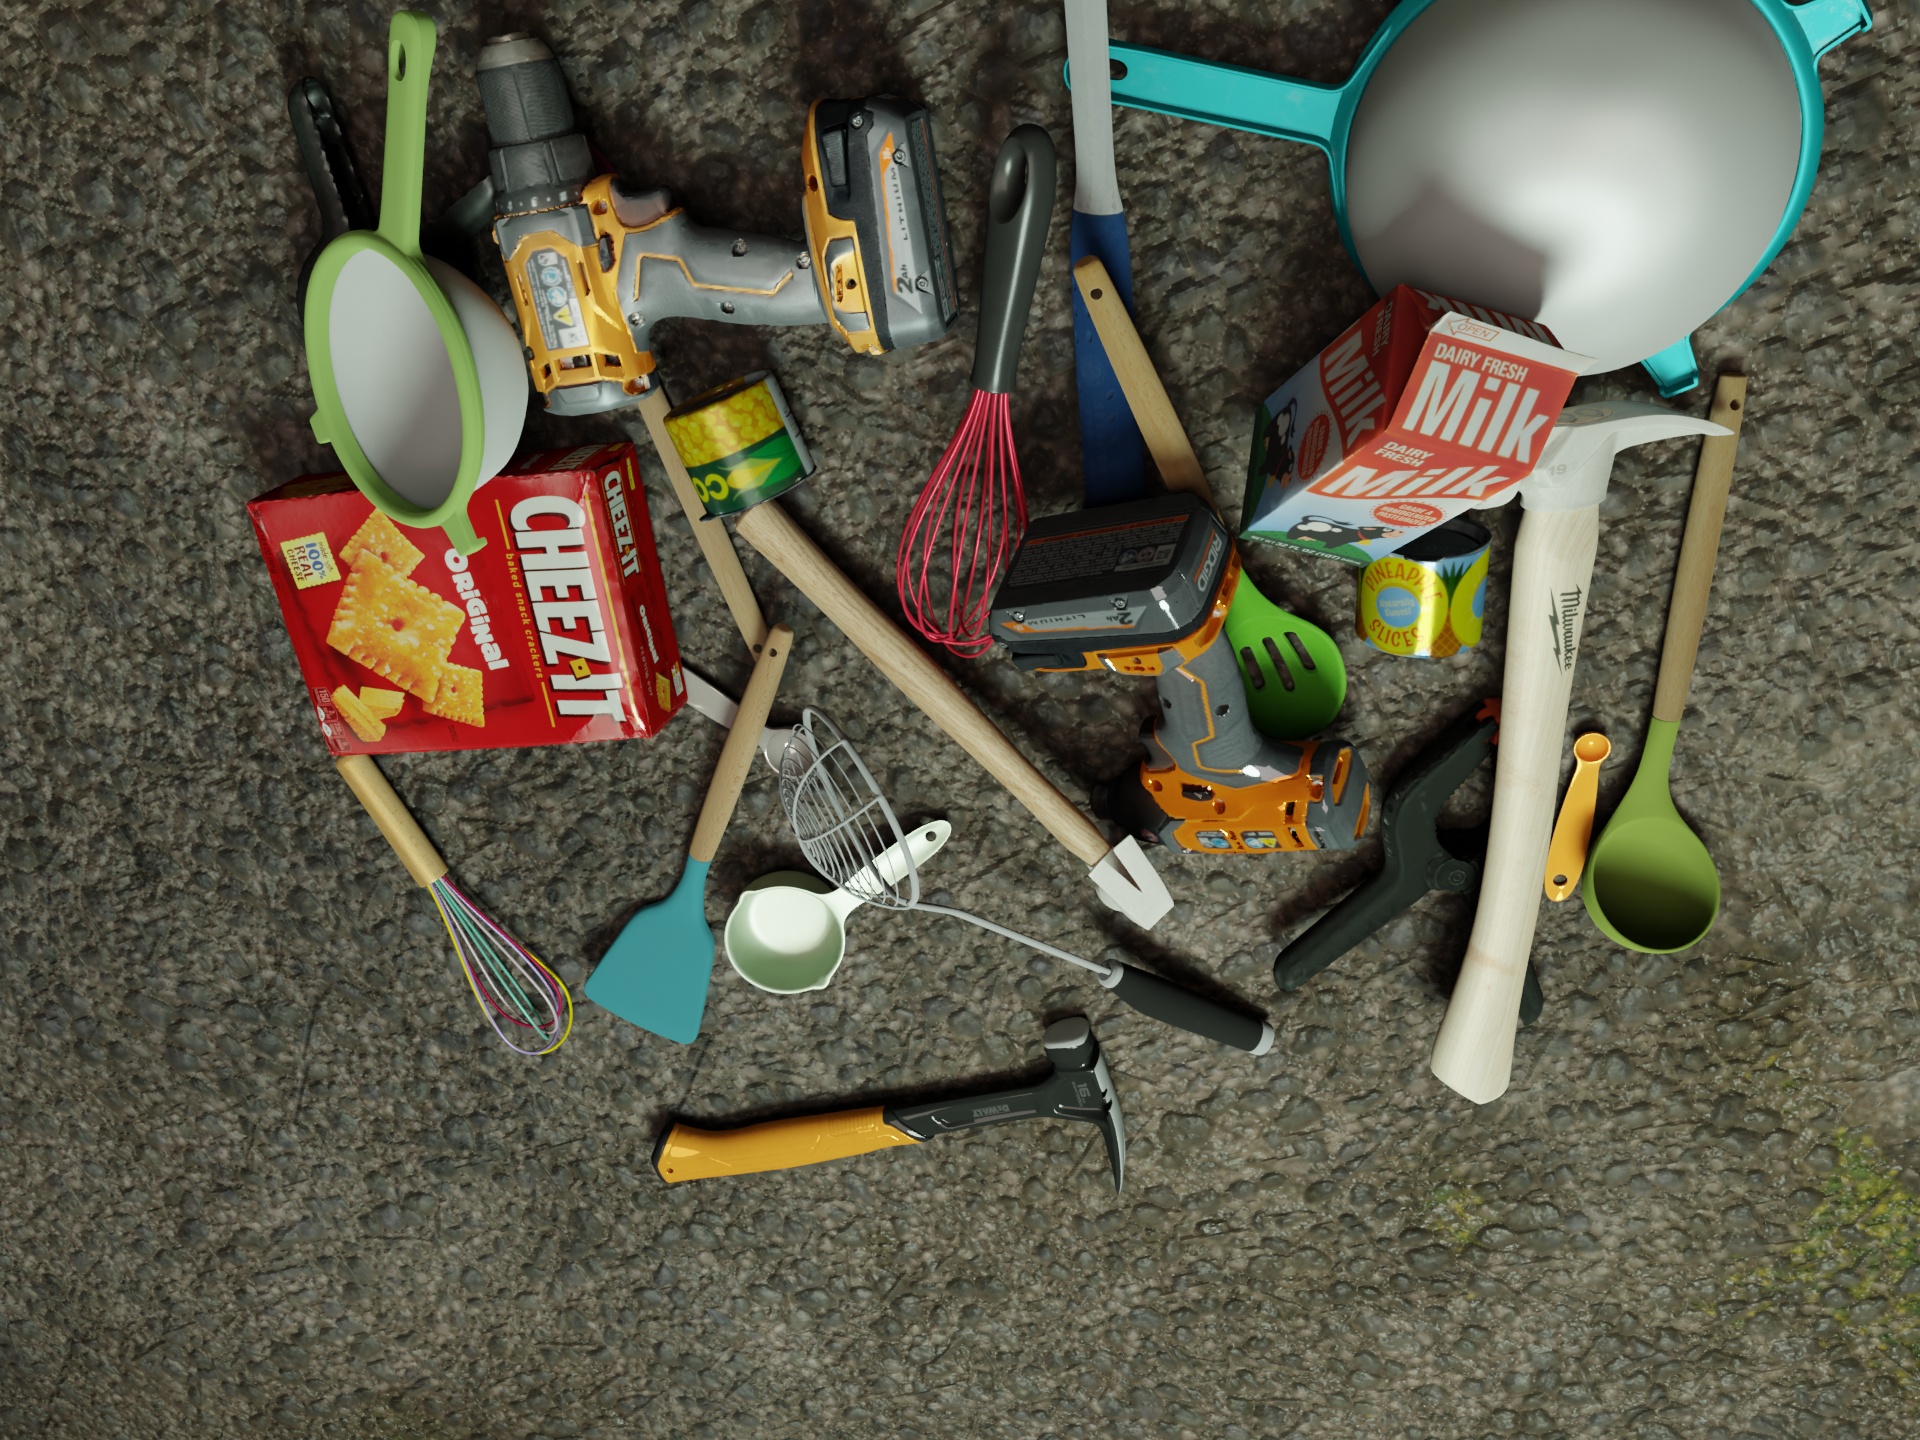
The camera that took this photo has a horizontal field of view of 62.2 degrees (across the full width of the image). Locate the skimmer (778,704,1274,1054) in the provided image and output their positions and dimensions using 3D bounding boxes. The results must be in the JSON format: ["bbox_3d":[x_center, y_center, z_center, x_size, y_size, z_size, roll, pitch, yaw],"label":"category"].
[{"bbox_3d":[0.051,0.103,0.951,0.363,0.127,0.090,25,85,-20],"label":"skimmer"}]

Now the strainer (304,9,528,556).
[{"bbox_3d":[-0.261,-0.223,0.803,0.152,0.069,0.256,35,127,27],"label":"strainer"}]

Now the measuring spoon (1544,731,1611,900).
[{"bbox_3d":[0.353,0.055,0.915,0.021,0.011,0.116,5,121,9],"label":"measuring spoon"}]

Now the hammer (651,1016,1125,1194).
[{"bbox_3d":[-0.055,0.285,1.092,0.337,0.034,0.127,-12,113,16],"label":"hammer"}]

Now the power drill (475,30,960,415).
[{"bbox_3d":[-0.127,-0.258,0.793,0.226,0.084,0.185,-6,113,12],"label":"power drill"}]

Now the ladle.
[{"bbox_3d":[0.386,-0.022,0.843,0.078,0.062,0.320,-4,115,-8],"label":"ladle"}]

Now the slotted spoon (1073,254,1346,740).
[{"bbox_3d":[0.127,-0.105,0.819,0.070,0.031,0.313,-19,129,18],"label":"slotted spoon"}]

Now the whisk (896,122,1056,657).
[{"bbox_3d":[0.013,-0.155,0.813,0.073,0.073,0.295,12,127,4],"label":"whisk"}]

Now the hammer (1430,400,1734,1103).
[{"bbox_3d":[0.312,0.033,0.855,0.146,0.038,0.410,-12,119,-18],"label":"hammer"}]

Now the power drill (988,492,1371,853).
[{"bbox_3d":[0.107,-0.009,0.856,0.164,0.084,0.226,-5,136,37],"label":"power drill"}]

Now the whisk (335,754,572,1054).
[{"bbox_3d":[-0.335,0.120,1.059,0.047,0.051,0.245,-30,105,0],"label":"whisk"}]

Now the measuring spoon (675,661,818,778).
[{"bbox_3d":[-0.138,-0.008,0.970,0.124,0.018,0.034,33,121,0],"label":"measuring spoon"}]

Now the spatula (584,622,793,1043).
[{"bbox_3d":[-0.157,0.072,0.985,0.082,0.044,0.317,26,124,2],"label":"spatula"}]

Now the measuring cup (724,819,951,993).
[{"bbox_3d":[-0.074,0.107,1.008,0.167,0.038,0.083,-36,106,10],"label":"measuring cup"}]

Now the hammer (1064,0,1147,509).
[{"bbox_3d":[0.060,-0.256,0.757,0.144,0.035,0.405,20,134,34],"label":"hammer"}]

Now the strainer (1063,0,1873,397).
[{"bbox_3d":[0.203,-0.246,0.711,0.340,0.095,0.210,15,136,8],"label":"strainer"}]

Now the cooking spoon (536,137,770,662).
[{"bbox_3d":[-0.168,-0.171,0.885,0.069,0.017,0.318,-15,112,17],"label":"cooking spoon"}]

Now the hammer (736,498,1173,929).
[{"bbox_3d":[-0.001,-0.003,0.904,0.331,0.130,0.031,45,86,-4],"label":"hammer"}]
